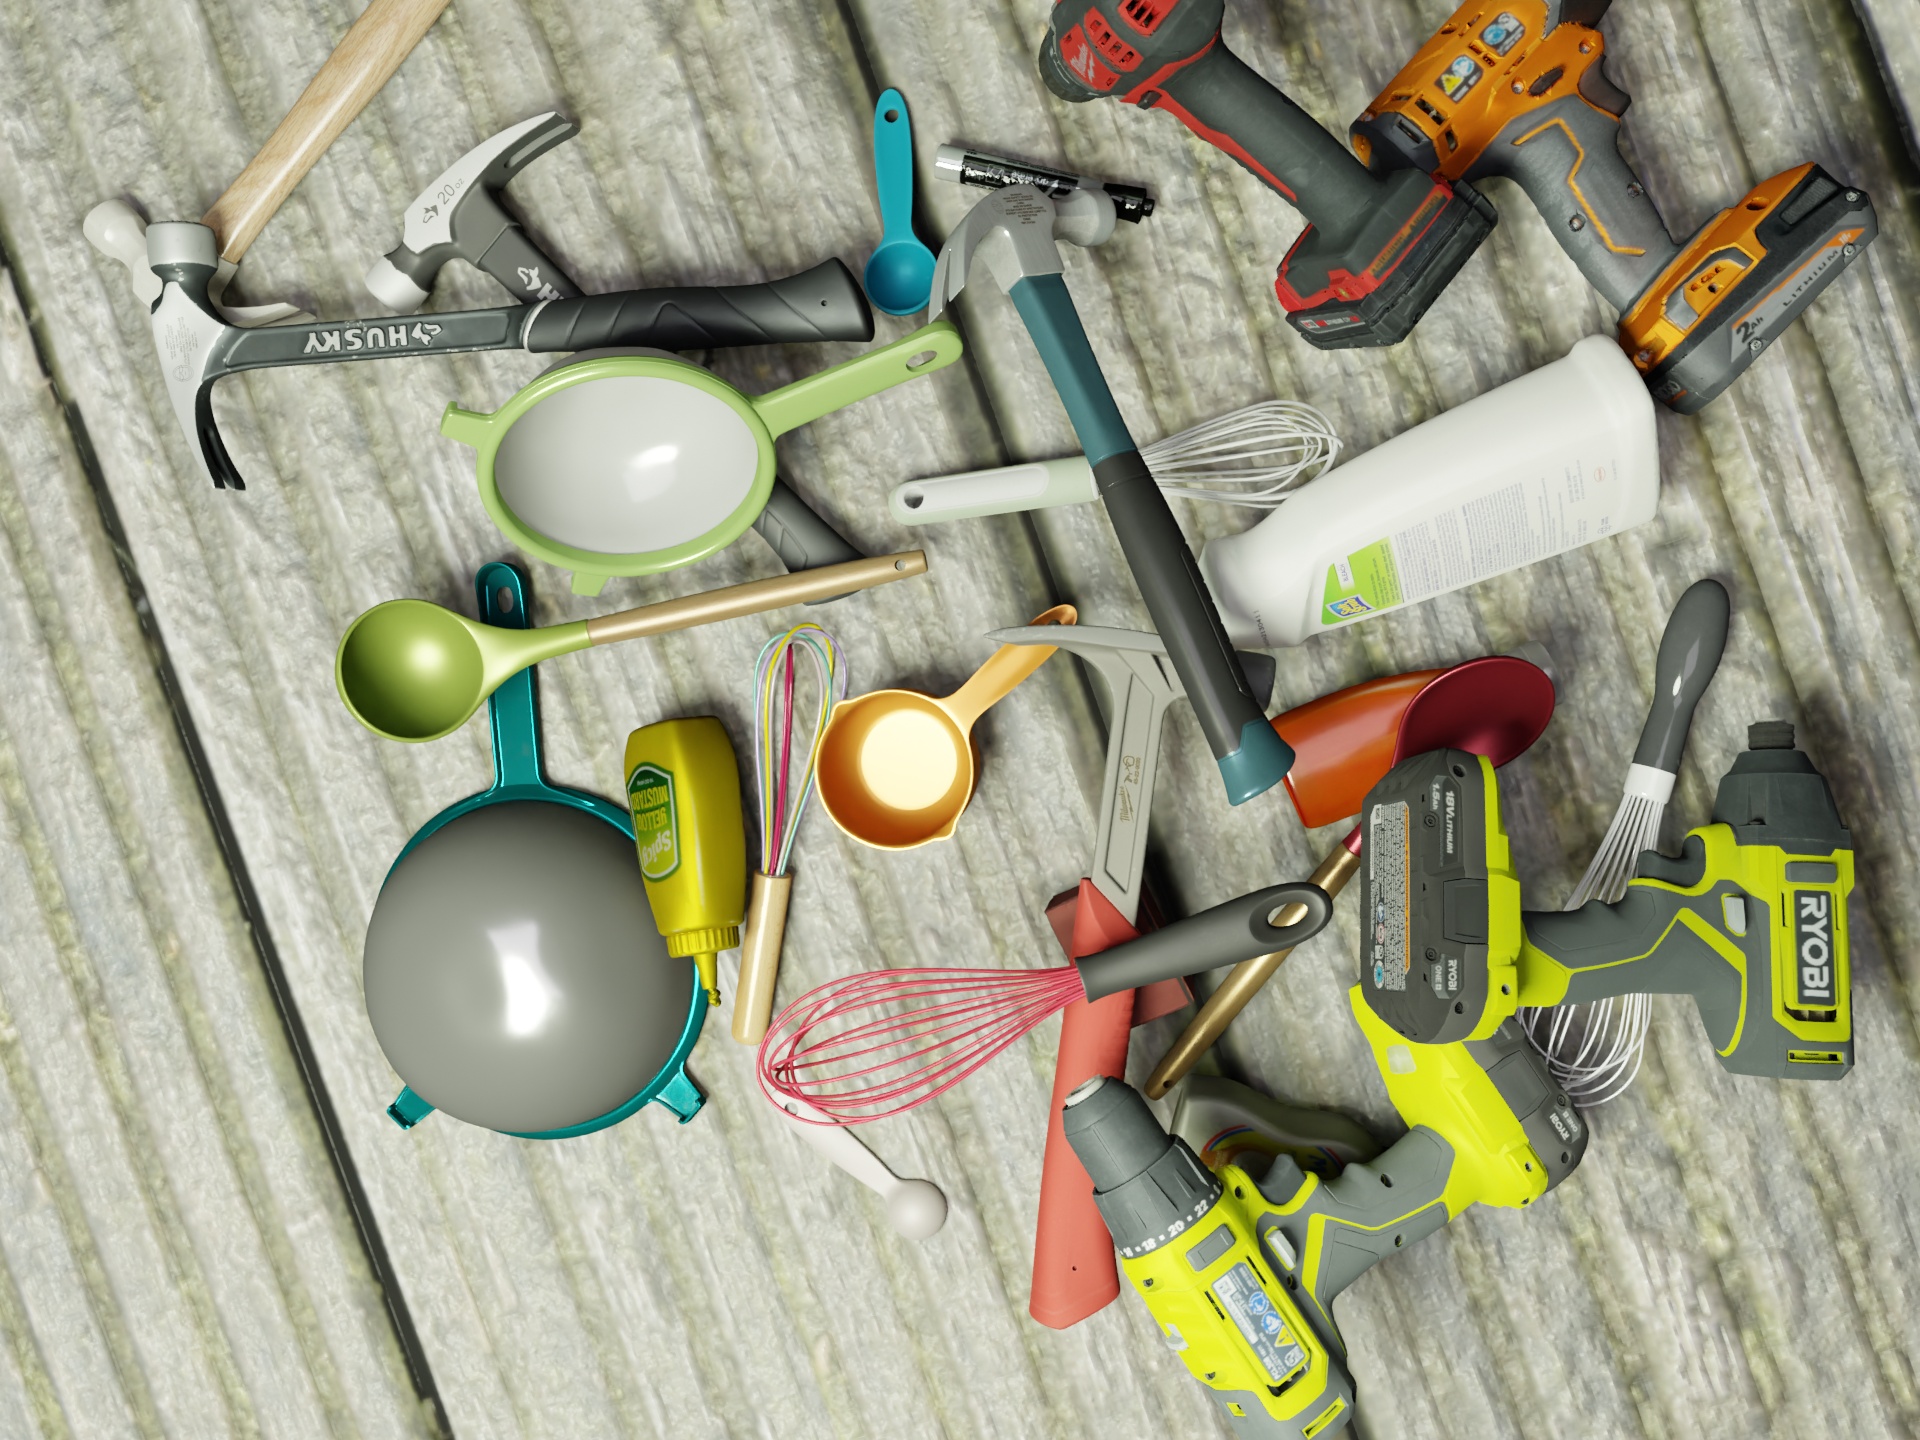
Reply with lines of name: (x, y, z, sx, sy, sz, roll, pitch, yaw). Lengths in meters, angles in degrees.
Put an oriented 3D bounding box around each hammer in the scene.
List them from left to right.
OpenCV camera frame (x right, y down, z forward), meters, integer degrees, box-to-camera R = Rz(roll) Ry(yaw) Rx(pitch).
hammer: (-0.355, -0.356, 0.909, 0.130, 0.031, 0.331, 44, 98, 4)
hammer: (-0.249, -0.209, 0.867, 0.409, 0.036, 0.149, -2, 96, 9)
hammer: (-0.172, -0.190, 0.891, 0.335, 0.035, 0.146, 44, 99, 3)
hammer: (0.064, 0.131, 0.821, 0.149, 0.036, 0.359, 8, 93, 7)
hammer: (0.083, -0.116, 0.782, 0.033, 0.128, 0.331, -35, 75, 52)

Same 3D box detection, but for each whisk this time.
whisk: (-0.106, 0.065, 0.895, 0.051, 0.047, 0.245, 10, 98, 6)
whisk: (0.041, 0.133, 0.780, 0.296, 0.073, 0.073, -18, 91, 1)
whisk: (0.079, -0.132, 0.853, 0.246, 0.059, 0.058, -6, 81, 13)
whisk: (0.347, 0.064, 0.824, 0.070, 0.070, 0.284, 17, 91, 7)

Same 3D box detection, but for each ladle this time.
ladle: (-0.175, -0.052, 0.851, 0.320, 0.062, 0.078, -12, 95, 3)
ladle: (0.191, 0.088, 0.833, 0.069, 0.031, 0.315, 29, 111, -18)

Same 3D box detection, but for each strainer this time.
strainer: (-0.258, 0.081, 0.891, 0.211, 0.095, 0.340, -3, 94, 9)
strainer: (-0.125, -0.166, 0.819, 0.256, 0.151, 0.069, -21, 55, 6)

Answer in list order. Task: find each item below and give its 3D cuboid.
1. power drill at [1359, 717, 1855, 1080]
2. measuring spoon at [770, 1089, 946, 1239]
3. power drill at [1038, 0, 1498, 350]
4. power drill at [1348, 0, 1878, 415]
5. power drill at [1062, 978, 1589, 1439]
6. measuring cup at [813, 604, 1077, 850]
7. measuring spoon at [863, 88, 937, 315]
power drill: (0.311, 0.080, 0.759, 0.223, 0.080, 0.171, 3, 82, -6)
measuring spoon: (-0.061, 0.254, 0.911, 0.124, 0.018, 0.034, 38, 98, 5)
power drill: (0.134, -0.286, 0.789, 0.226, 0.188, 0.080, 38, 93, -14)
power drill: (0.331, -0.281, 0.790, 0.226, 0.084, 0.164, 44, 98, 7)
power drill: (0.176, 0.215, 0.785, 0.228, 0.080, 0.190, -32, 85, -19)
measuring cup: (-0.001, -0.003, 0.870, 0.173, 0.052, 0.095, -42, 87, 7)
measuring spoon: (-0.033, -0.283, 0.878, 0.042, 0.021, 0.129, -4, 84, 9)
